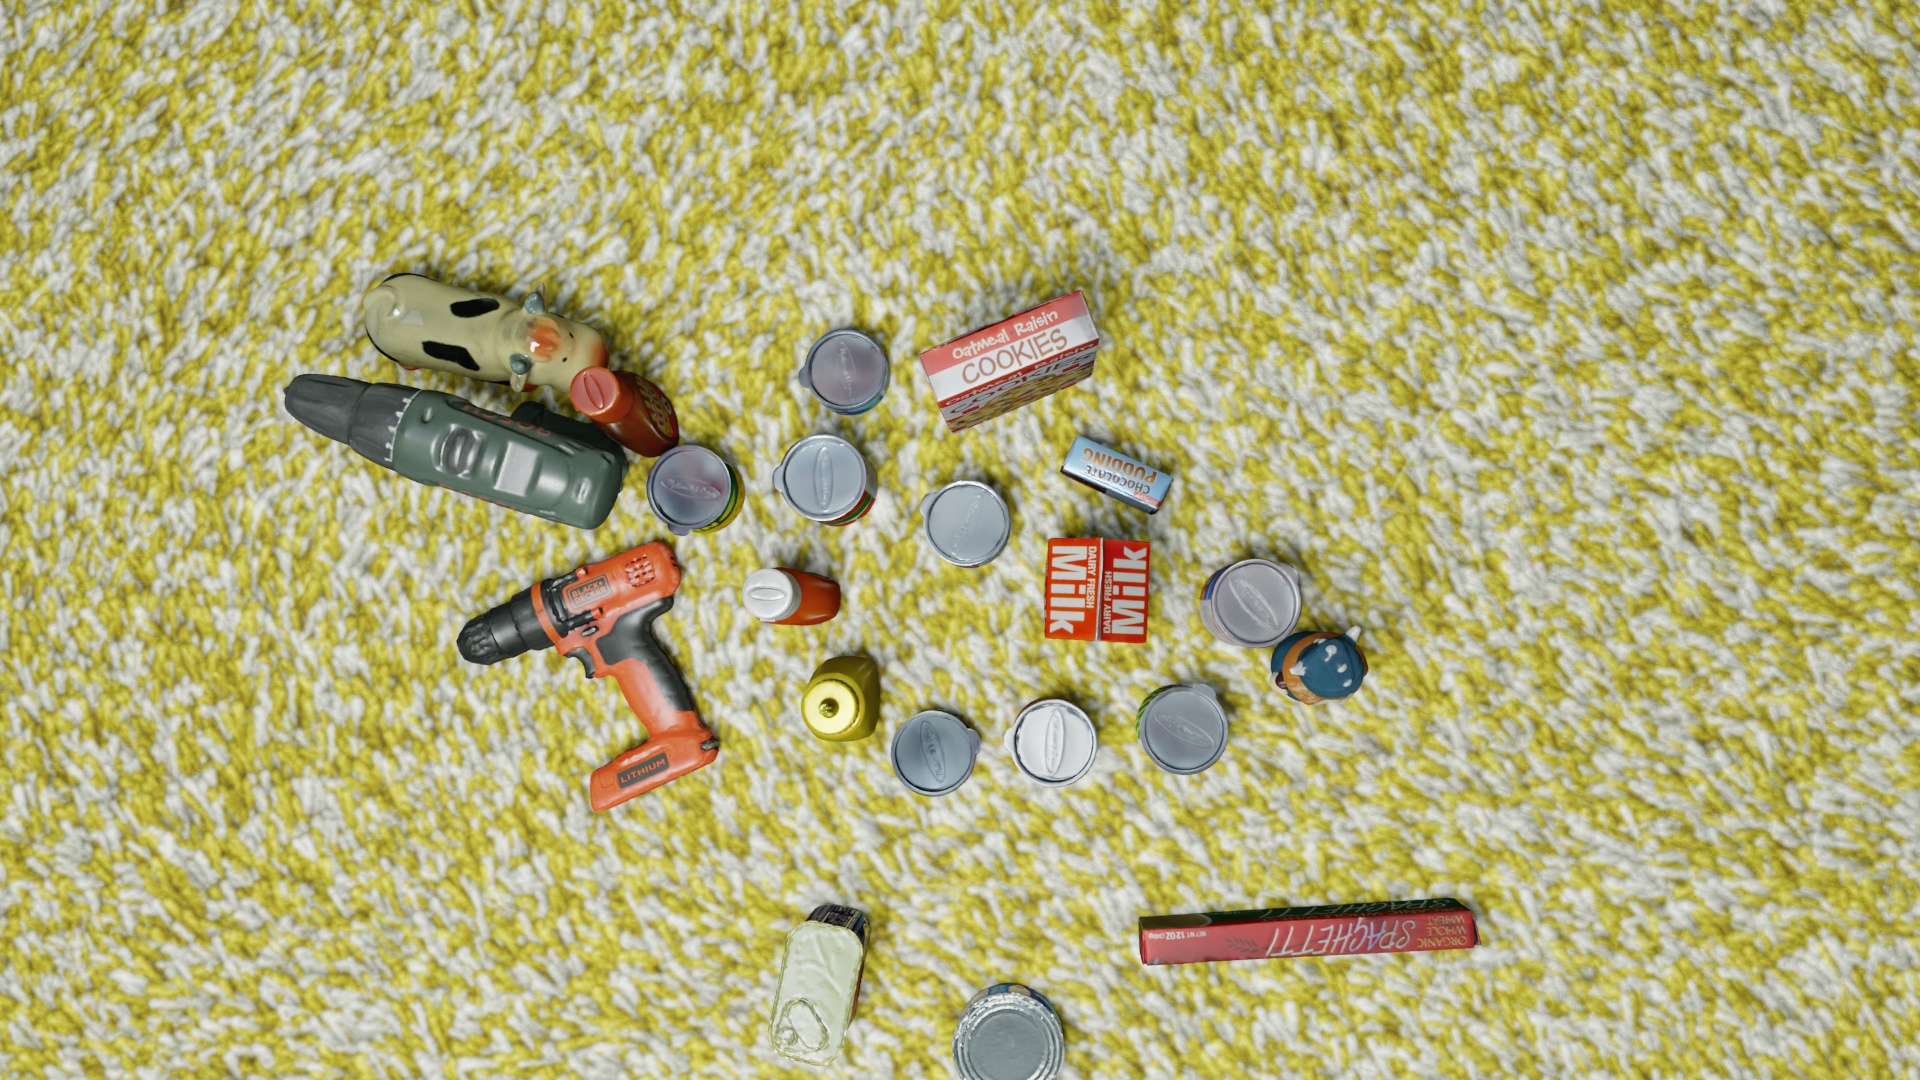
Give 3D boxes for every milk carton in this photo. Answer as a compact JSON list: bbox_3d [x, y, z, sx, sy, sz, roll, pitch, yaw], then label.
[{"bbox_3d":[0.098,0.037,1.011,0.073,0.190,0.072,2,87,3],"label":"milk carton"}]

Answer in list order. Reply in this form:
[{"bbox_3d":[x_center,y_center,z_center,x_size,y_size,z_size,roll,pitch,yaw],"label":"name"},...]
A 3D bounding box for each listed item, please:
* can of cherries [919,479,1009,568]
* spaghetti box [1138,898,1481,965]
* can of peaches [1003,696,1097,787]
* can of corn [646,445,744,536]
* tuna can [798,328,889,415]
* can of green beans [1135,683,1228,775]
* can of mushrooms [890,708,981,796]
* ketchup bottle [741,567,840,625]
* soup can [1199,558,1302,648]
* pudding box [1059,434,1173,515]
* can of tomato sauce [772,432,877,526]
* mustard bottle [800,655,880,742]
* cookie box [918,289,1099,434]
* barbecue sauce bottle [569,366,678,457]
[{"bbox_3d":[0.004,-0.014,1.086,0.071,0.058,0.071,0,86,3],"label":"can of cherries"},{"bbox_3d":[0.261,0.297,1.054,0.250,0.050,0.028,-4,86,3],"label":"spaghetti box"},{"bbox_3d":[0.069,0.153,1.071,0.071,0.058,0.071,0,86,3],"label":"can of peaches"},{"bbox_3d":[-0.209,-0.037,1.099,0.071,0.058,0.071,0,86,3],"label":"can of corn"},{"bbox_3d":[-0.092,-0.133,1.113,0.071,0.033,0.071,0,86,3],"label":"tuna can"},{"bbox_3d":[0.169,0.144,1.066,0.071,0.058,0.071,0,86,3],"label":"can of green beans"},{"bbox_3d":[-0.018,0.165,1.087,0.071,0.033,0.071,0,86,3],"label":"can of mushrooms"},{"bbox_3d":[-0.131,0.043,1.044,0.065,0.149,0.043,3,87,3],"label":"ketchup bottle"},{"bbox_3d":[0.221,0.047,1.058,0.071,0.084,0.071,0,86,3],"label":"soup can"},{"bbox_3d":[0.121,-0.051,1.087,0.084,0.049,0.030,24,88,4],"label":"pudding box"},{"bbox_3d":[-0.103,-0.045,1.082,0.071,0.083,0.071,0,86,3],"label":"can of tomato sauce"},{"bbox_3d":[-0.090,0.119,1.031,0.049,0.160,0.065,0,86,3],"label":"mustard bottle"},{"bbox_3d":[0.037,-0.130,1.038,0.123,0.167,0.040,-22,86,2],"label":"cookie box"},{"bbox_3d":[-0.257,-0.102,1.061,0.044,0.148,0.065,-25,85,2],"label":"barbecue sauce bottle"}]
